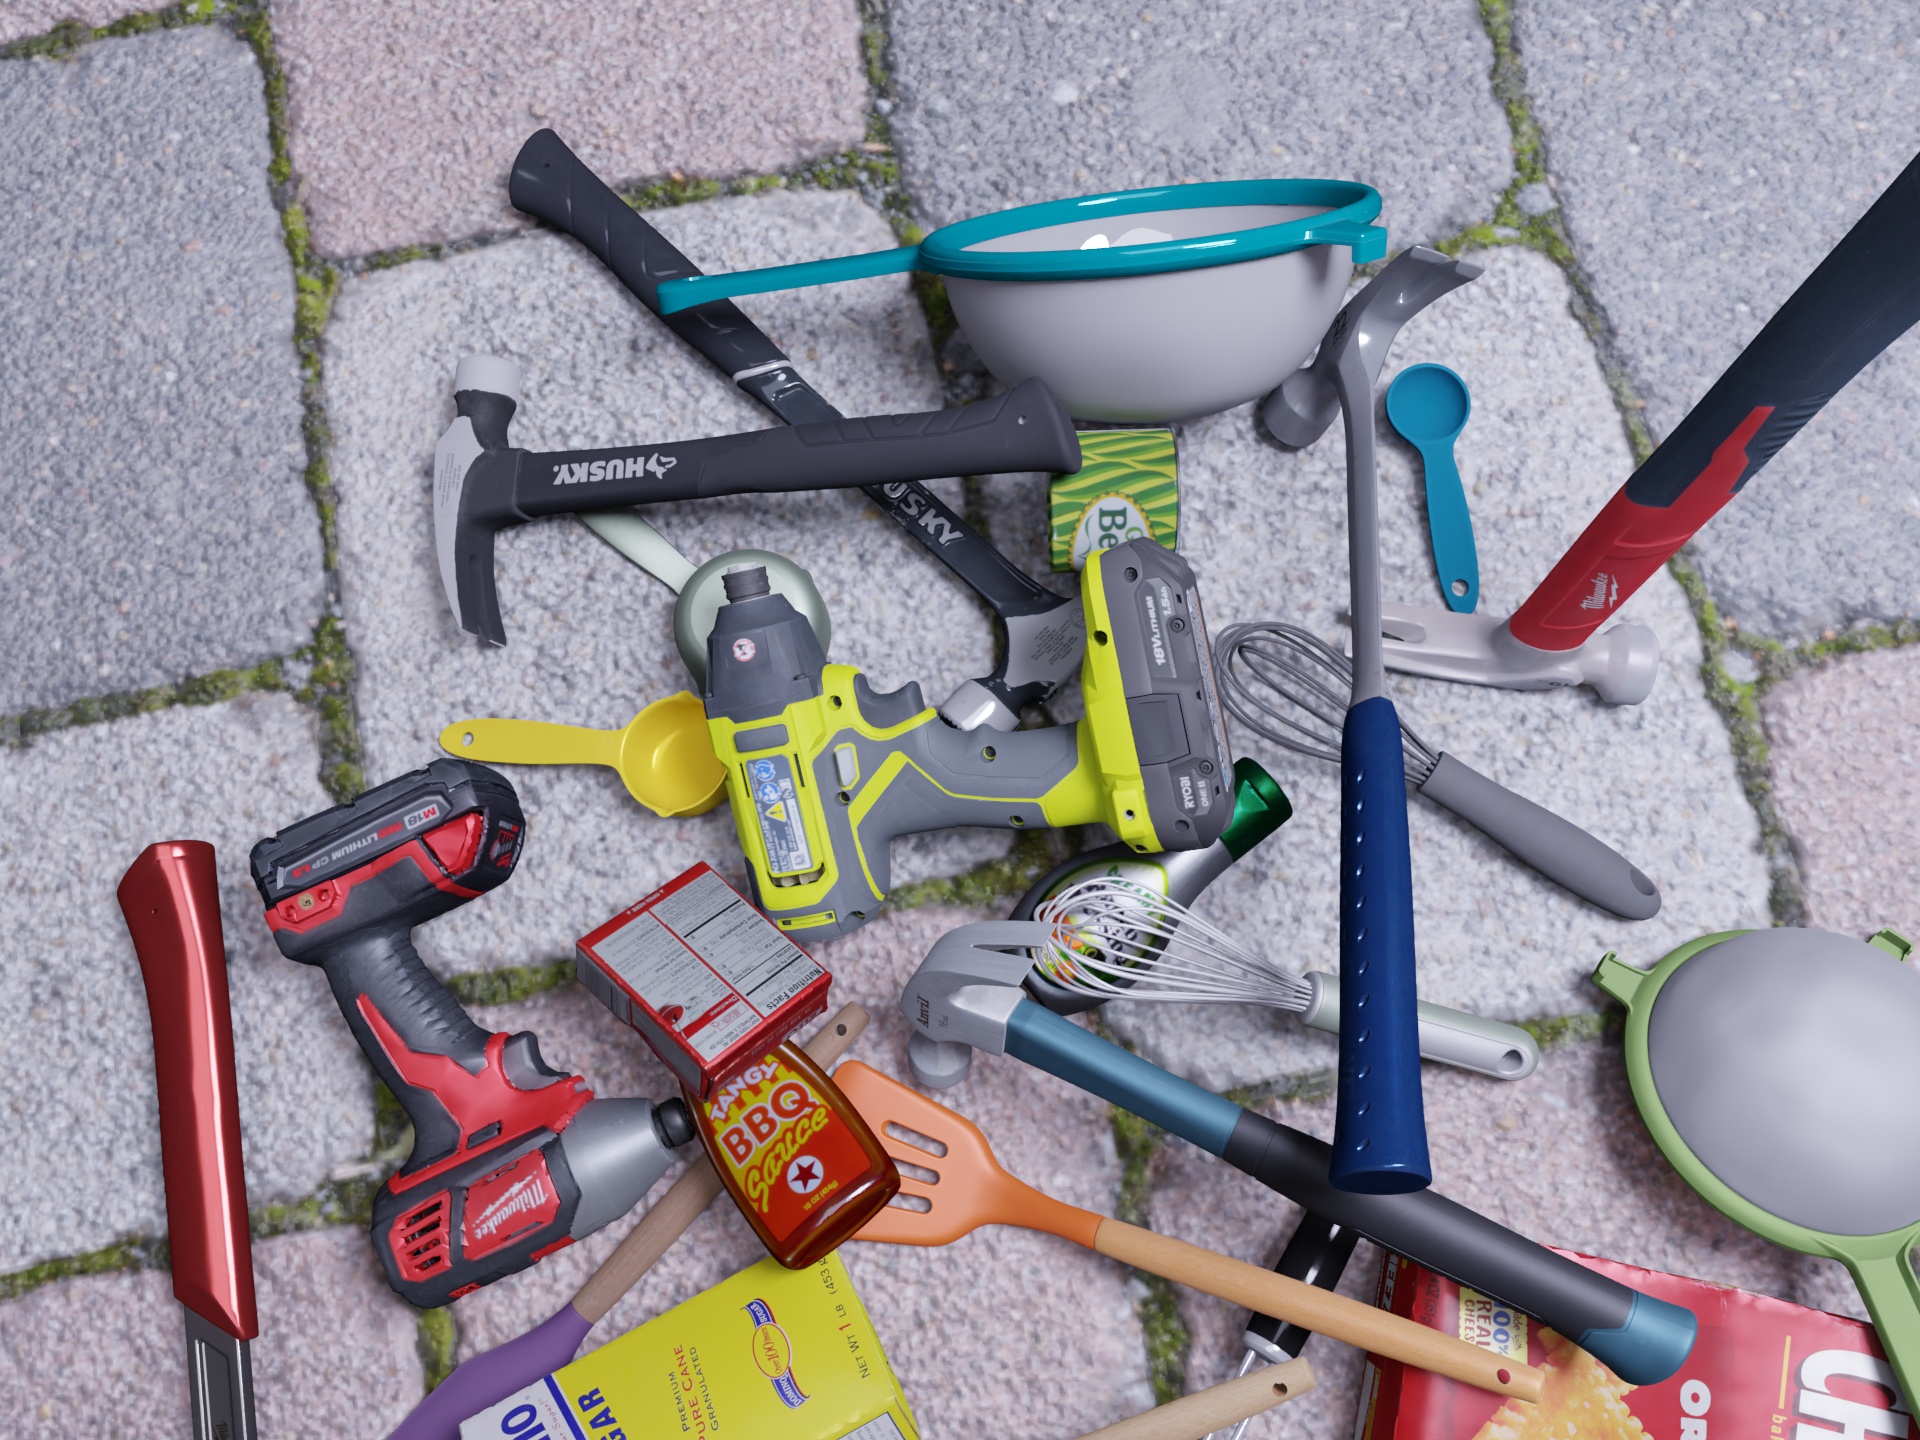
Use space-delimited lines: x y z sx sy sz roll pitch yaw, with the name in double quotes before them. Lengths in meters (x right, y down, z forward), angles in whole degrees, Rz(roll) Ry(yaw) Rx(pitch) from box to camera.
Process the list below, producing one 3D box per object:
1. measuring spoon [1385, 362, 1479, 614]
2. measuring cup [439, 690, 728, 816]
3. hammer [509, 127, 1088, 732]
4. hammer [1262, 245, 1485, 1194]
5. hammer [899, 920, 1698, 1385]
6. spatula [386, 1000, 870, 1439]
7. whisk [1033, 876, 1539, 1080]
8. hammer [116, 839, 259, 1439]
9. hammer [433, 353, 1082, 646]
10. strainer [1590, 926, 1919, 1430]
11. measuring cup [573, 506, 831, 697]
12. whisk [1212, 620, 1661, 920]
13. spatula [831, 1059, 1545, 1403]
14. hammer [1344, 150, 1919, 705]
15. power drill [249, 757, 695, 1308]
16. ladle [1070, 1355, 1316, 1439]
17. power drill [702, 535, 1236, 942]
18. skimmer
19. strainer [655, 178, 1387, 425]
"measuring spoon" 0.238 -0.114 0.794 0.042 0.021 0.128 -8 86 0
"measuring cup" -0.180 0.015 0.779 0.156 0.029 0.062 4 77 15
"hammer" -0.083 -0.168 0.808 0.409 0.036 0.149 43 81 11
"hammer" 0.171 -0.016 0.657 0.035 0.144 0.406 13 62 -13
"hammer" 0.123 0.174 0.644 0.331 0.128 0.033 23 52 18
"spatula" -0.151 0.250 0.720 0.060 0.018 0.316 42 83 7
"whisk" 0.146 0.120 0.699 0.246 0.059 0.057 17 109 -12
"hammer" -0.331 0.229 0.719 0.149 0.036 0.359 -13 76 6
"hammer" -0.105 -0.115 0.745 0.335 0.035 0.146 -2 77 21
"strainer" 0.372 0.186 0.642 0.151 0.069 0.257 -4 54 -5
"measuring cup" -0.138 -0.075 0.785 0.167 0.038 0.083 38 81 8
"whisk" 0.221 0.026 0.744 0.239 0.055 0.055 32 80 5
"spatula" 0.079 0.227 0.676 0.323 0.041 0.081 11 77 27
"hammer" 0.255 -0.091 0.593 0.143 0.386 0.038 9 72 3
"power drill" -0.220 0.136 0.723 0.143 0.078 0.220 -25 80 -3
"ladle" -0.004 0.328 0.648 0.320 0.062 0.078 -25 87 8
"power drill" -0.001 -0.002 0.705 0.223 0.080 0.171 -11 97 14
"skimmer" 0.100 0.329 0.685 0.127 0.090 0.363 29 69 17
"strainer" 0.027 -0.186 0.757 0.340 0.211 0.095 -5 114 8
